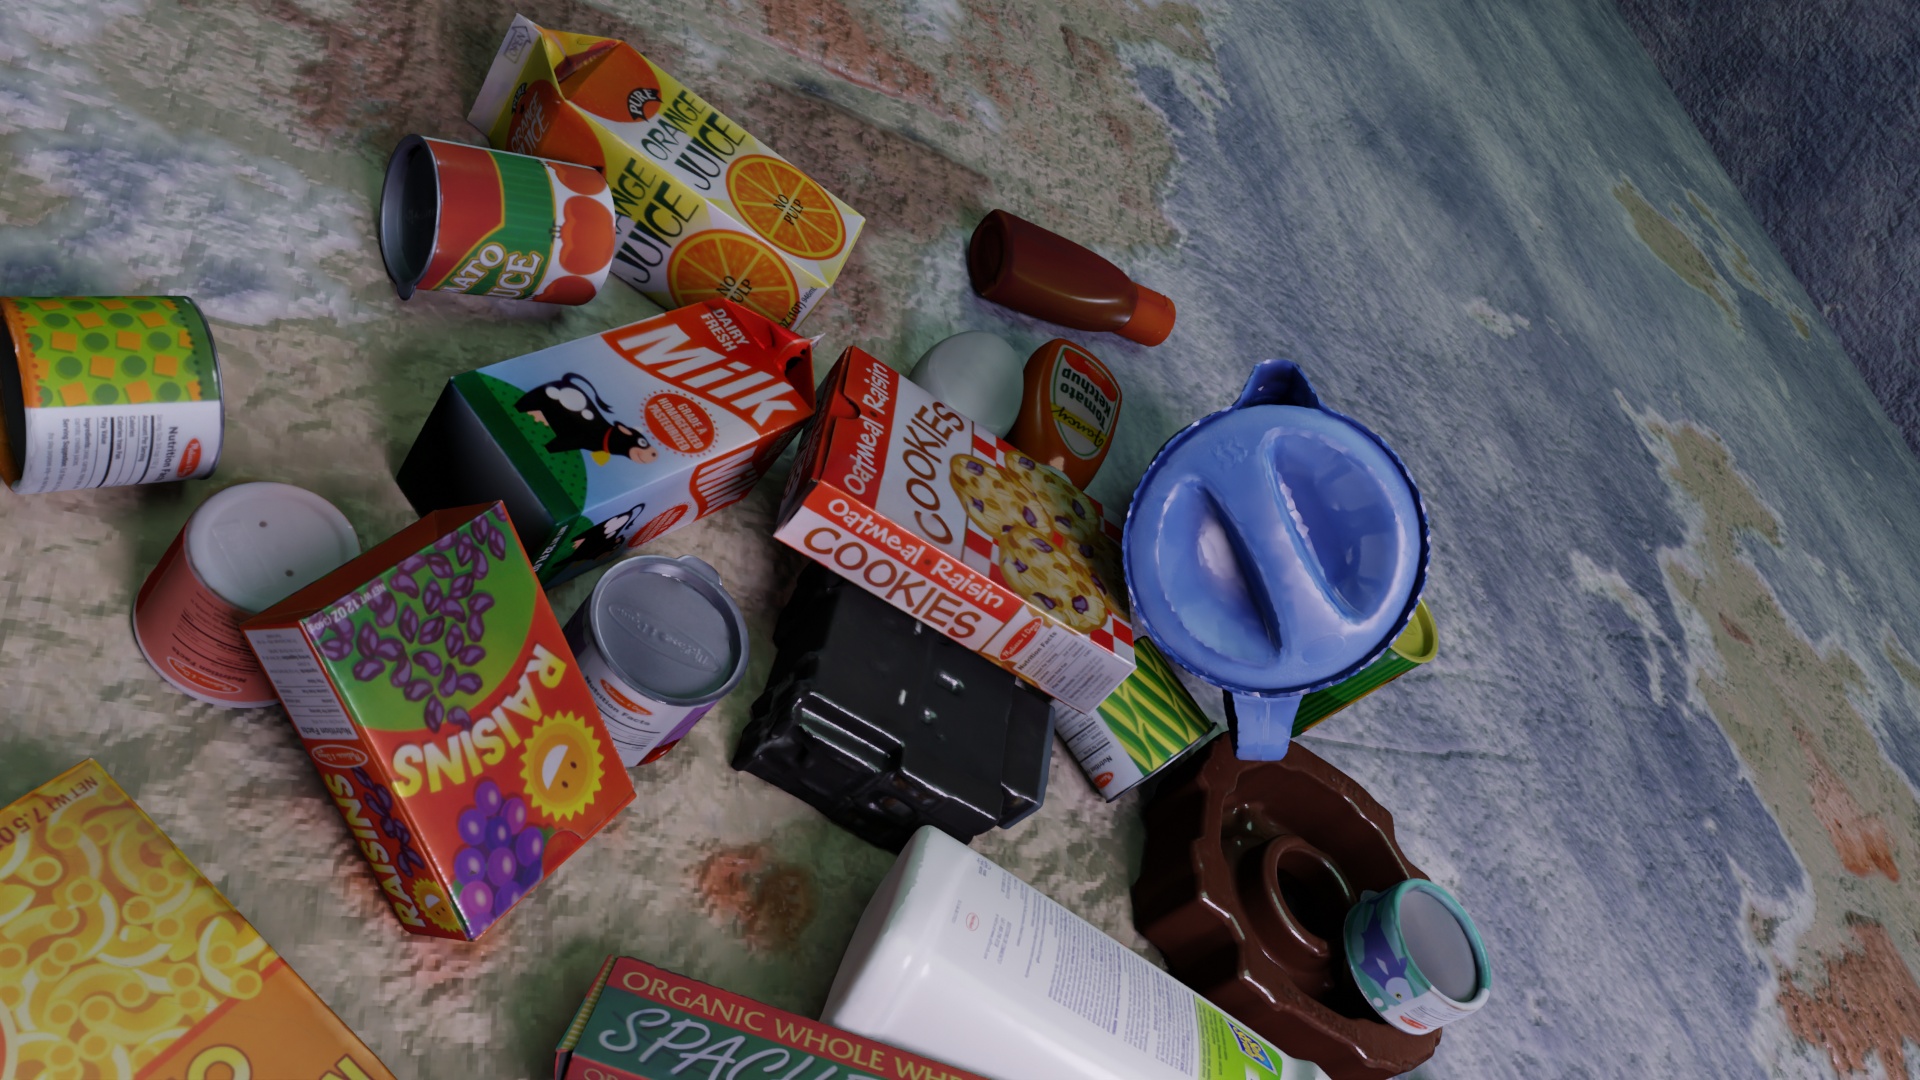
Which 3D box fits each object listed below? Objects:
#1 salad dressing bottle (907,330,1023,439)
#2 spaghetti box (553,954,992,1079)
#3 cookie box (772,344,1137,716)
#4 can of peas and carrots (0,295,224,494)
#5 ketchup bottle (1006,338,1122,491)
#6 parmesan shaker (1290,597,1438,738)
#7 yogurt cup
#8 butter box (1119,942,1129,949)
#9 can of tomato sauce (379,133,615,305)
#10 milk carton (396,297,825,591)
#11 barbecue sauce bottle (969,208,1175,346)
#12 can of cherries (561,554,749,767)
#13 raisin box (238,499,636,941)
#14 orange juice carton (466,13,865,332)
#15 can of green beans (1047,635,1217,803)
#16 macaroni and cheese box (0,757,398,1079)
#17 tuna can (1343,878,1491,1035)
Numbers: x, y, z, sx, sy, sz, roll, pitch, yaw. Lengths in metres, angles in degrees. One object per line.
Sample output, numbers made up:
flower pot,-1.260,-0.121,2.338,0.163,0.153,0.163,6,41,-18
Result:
salad dressing bottle,-0.011,-0.060,0.751,0.064,0.043,0.148,40,42,-9
spaghetti box,-0.012,0.203,0.471,0.250,0.028,0.050,19,24,-2
cookie box,0.002,-0.008,0.641,0.167,0.040,0.123,31,30,-17
can of peas and carrots,-0.296,-0.053,0.477,0.059,0.070,0.071,-10,65,-45
ketchup bottle,0.054,-0.053,0.801,0.064,0.043,0.150,39,41,-18
parmesan shaker,0.212,0.062,0.800,0.071,0.102,0.072,23,46,-26
yogurt cup,-0.241,0.016,0.477,0.072,0.053,0.073,23,46,-25
butter box,0.094,0.232,0.618,0.103,0.024,0.053,40,41,-8
can of tomato sauce,-0.208,-0.140,0.626,0.083,0.071,0.071,-1,59,-43
milk carton,-0.136,-0.048,0.608,0.073,0.072,0.191,52,40,6
barbecue sauce bottle,0.077,-0.166,0.914,0.148,0.043,0.065,15,50,-33
can of cherries,-0.125,0.047,0.551,0.071,0.058,0.072,23,45,-25
raisin box,-0.171,0.060,0.473,0.086,0.040,0.123,-44,122,-51
orange juice carton,-0.152,-0.179,0.701,0.192,0.071,0.073,34,41,-16
can of green beans,0.083,0.089,0.694,0.071,0.071,0.058,-24,75,-49
macaroni and cheese box,-0.237,0.160,0.375,0.166,0.040,0.124,46,40,0
tuna can,0.217,0.195,0.662,0.071,0.032,0.071,24,44,-25
